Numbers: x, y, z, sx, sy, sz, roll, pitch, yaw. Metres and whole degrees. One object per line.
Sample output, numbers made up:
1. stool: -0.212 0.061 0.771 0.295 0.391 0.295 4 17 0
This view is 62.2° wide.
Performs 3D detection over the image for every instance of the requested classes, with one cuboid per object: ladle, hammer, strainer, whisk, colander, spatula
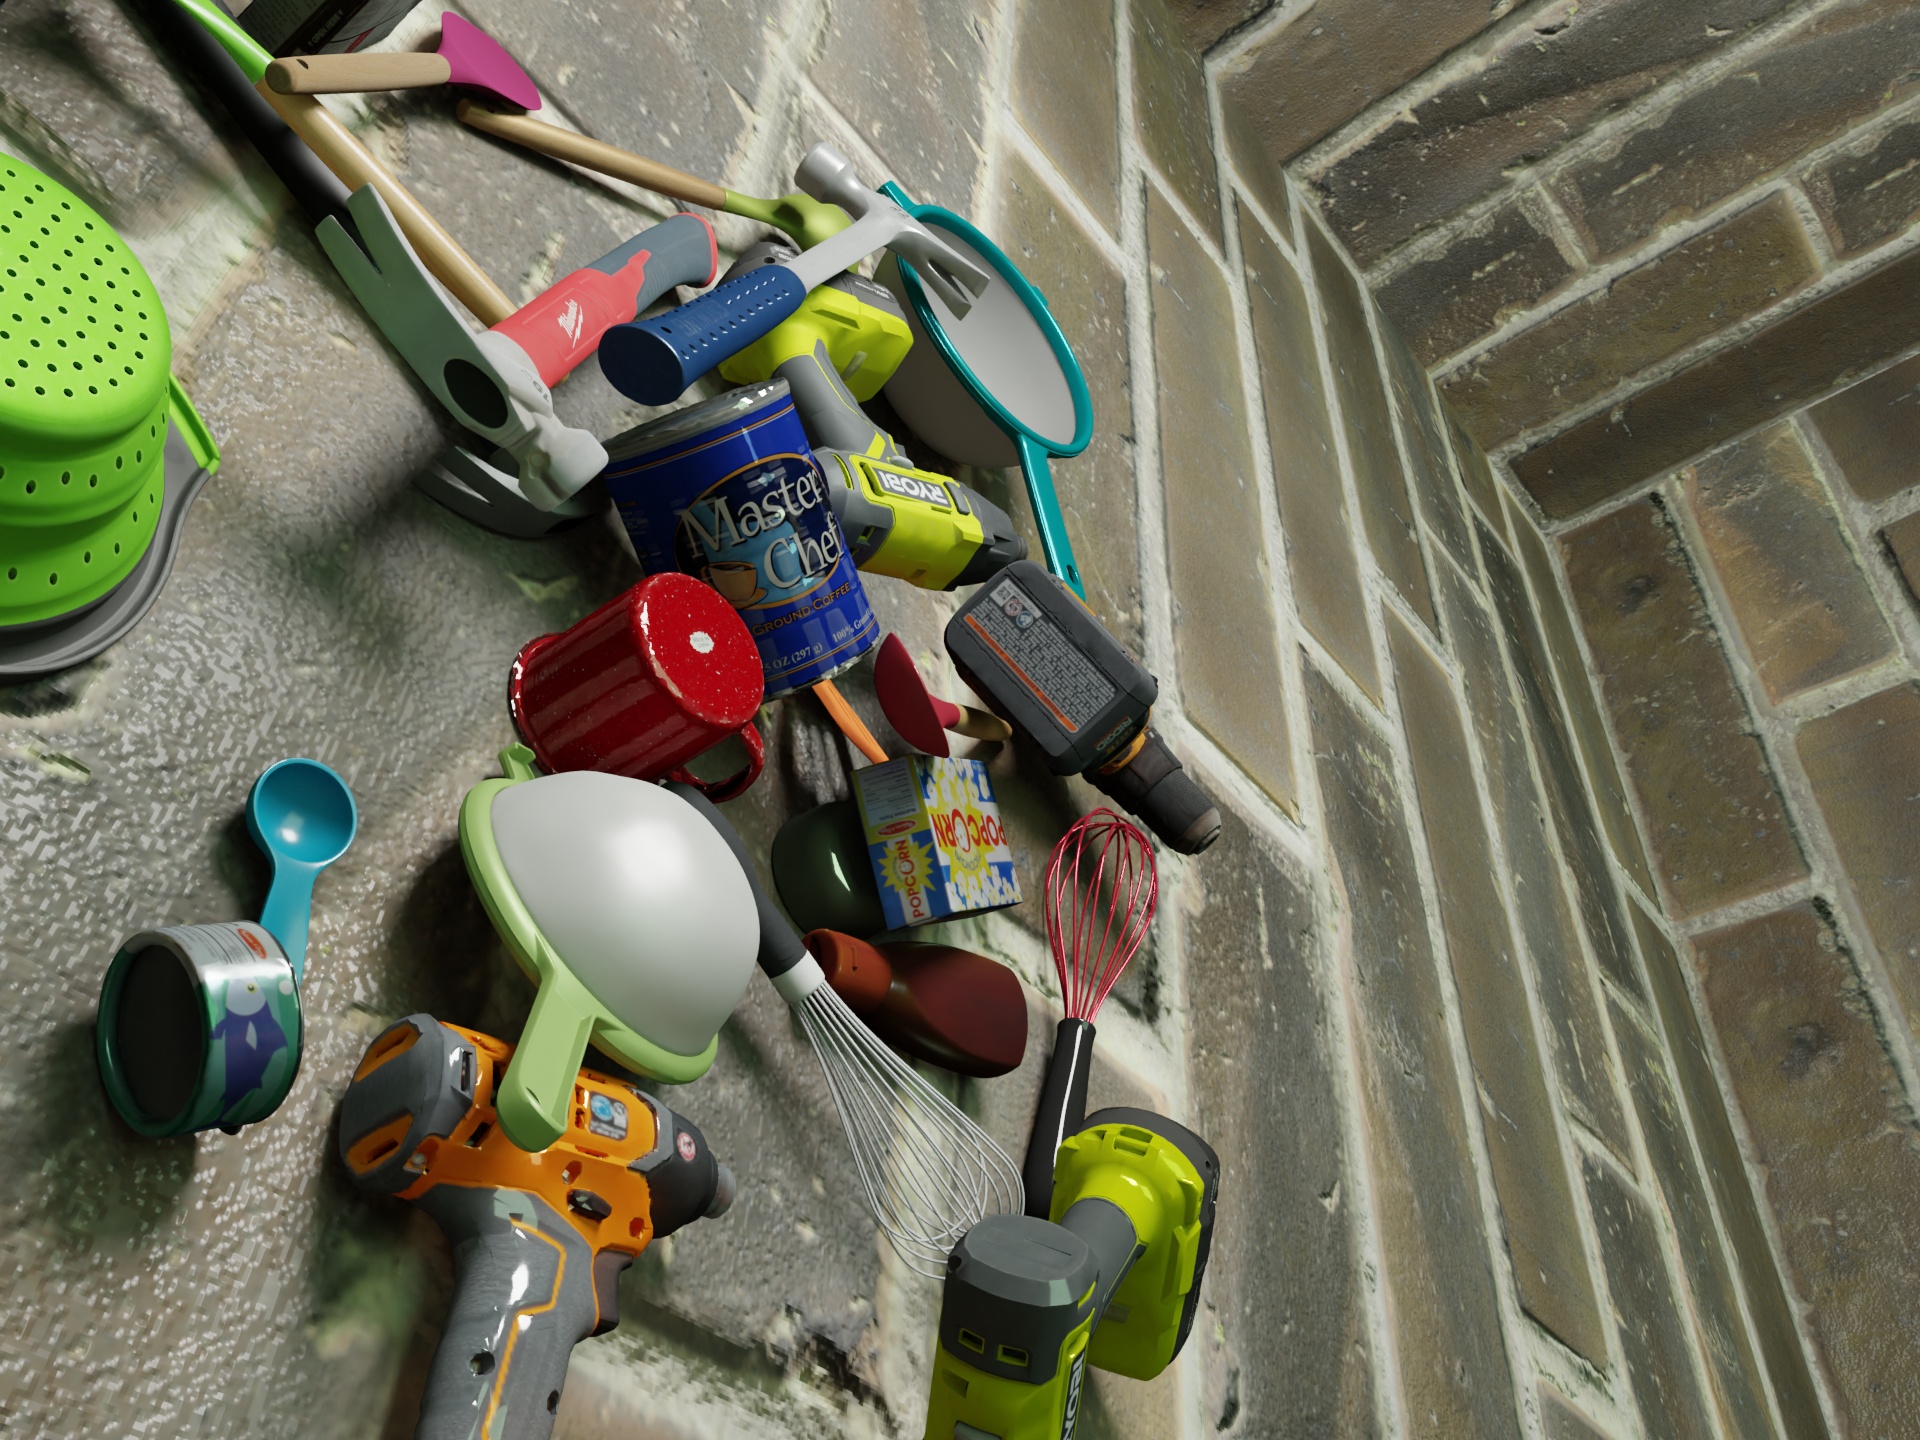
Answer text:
1. ladle: -0.181 -0.330 1.007 0.320 0.062 0.078 1 63 -50
2. hammer: -0.193 -0.228 0.811 0.143 0.038 0.387 52 19 -19
3. strainer: -0.124 0.080 0.600 0.151 0.069 0.256 52 3 -13
4. ladle: -0.001 -0.003 0.916 0.069 0.031 0.315 65 9 8
5. hammer: -0.088 -0.241 0.878 0.144 0.035 0.406 37 29 -5
6. whisk: 0.072 0.169 0.958 0.073 0.073 0.296 44 40 -28
7. strainer: 0.011 -0.206 1.133 0.210 0.095 0.341 20 48 -48
8. whisk: -0.058 0.146 0.749 0.284 0.070 0.070 57 29 -10
9. hammer: -0.283 -0.229 0.756 0.331 0.033 0.128 55 29 -12
10. colander: -0.361 -0.090 0.449 0.204 0.094 0.397 57 29 -8
11. spatula: -0.078 -0.096 0.958 0.080 0.041 0.323 50 26 -50

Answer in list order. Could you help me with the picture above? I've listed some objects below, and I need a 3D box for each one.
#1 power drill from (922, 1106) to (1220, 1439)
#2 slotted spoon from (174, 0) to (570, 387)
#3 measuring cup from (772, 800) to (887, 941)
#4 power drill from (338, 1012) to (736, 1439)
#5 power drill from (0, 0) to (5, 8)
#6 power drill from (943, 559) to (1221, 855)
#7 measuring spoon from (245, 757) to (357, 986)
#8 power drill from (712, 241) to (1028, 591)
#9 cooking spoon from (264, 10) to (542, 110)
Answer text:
1. power drill: 0.048 0.295 0.740 0.228 0.080 0.190 -20 119 -65
2. slotted spoon: -0.291 -0.267 0.712 0.313 0.031 0.070 47 16 -29
3. measuring cup: -0.036 0.076 0.878 0.167 0.038 0.083 -7 72 -57
4. power drill: -0.137 0.226 0.552 0.164 0.084 0.227 32 37 -42
5. power drill: -0.443 -0.297 0.520 0.226 0.080 0.188 14 54 -50
6. power drill: 0.085 0.002 0.994 0.185 0.084 0.226 47 2 16
7. measuring spoon: -0.249 0.075 0.573 0.042 0.021 0.129 30 51 -45
8. power drill: -0.057 -0.174 0.957 0.171 0.080 0.223 7 46 -44
9. cooking spoon: -0.274 -0.328 0.803 0.068 0.017 0.319 48 17 -16
